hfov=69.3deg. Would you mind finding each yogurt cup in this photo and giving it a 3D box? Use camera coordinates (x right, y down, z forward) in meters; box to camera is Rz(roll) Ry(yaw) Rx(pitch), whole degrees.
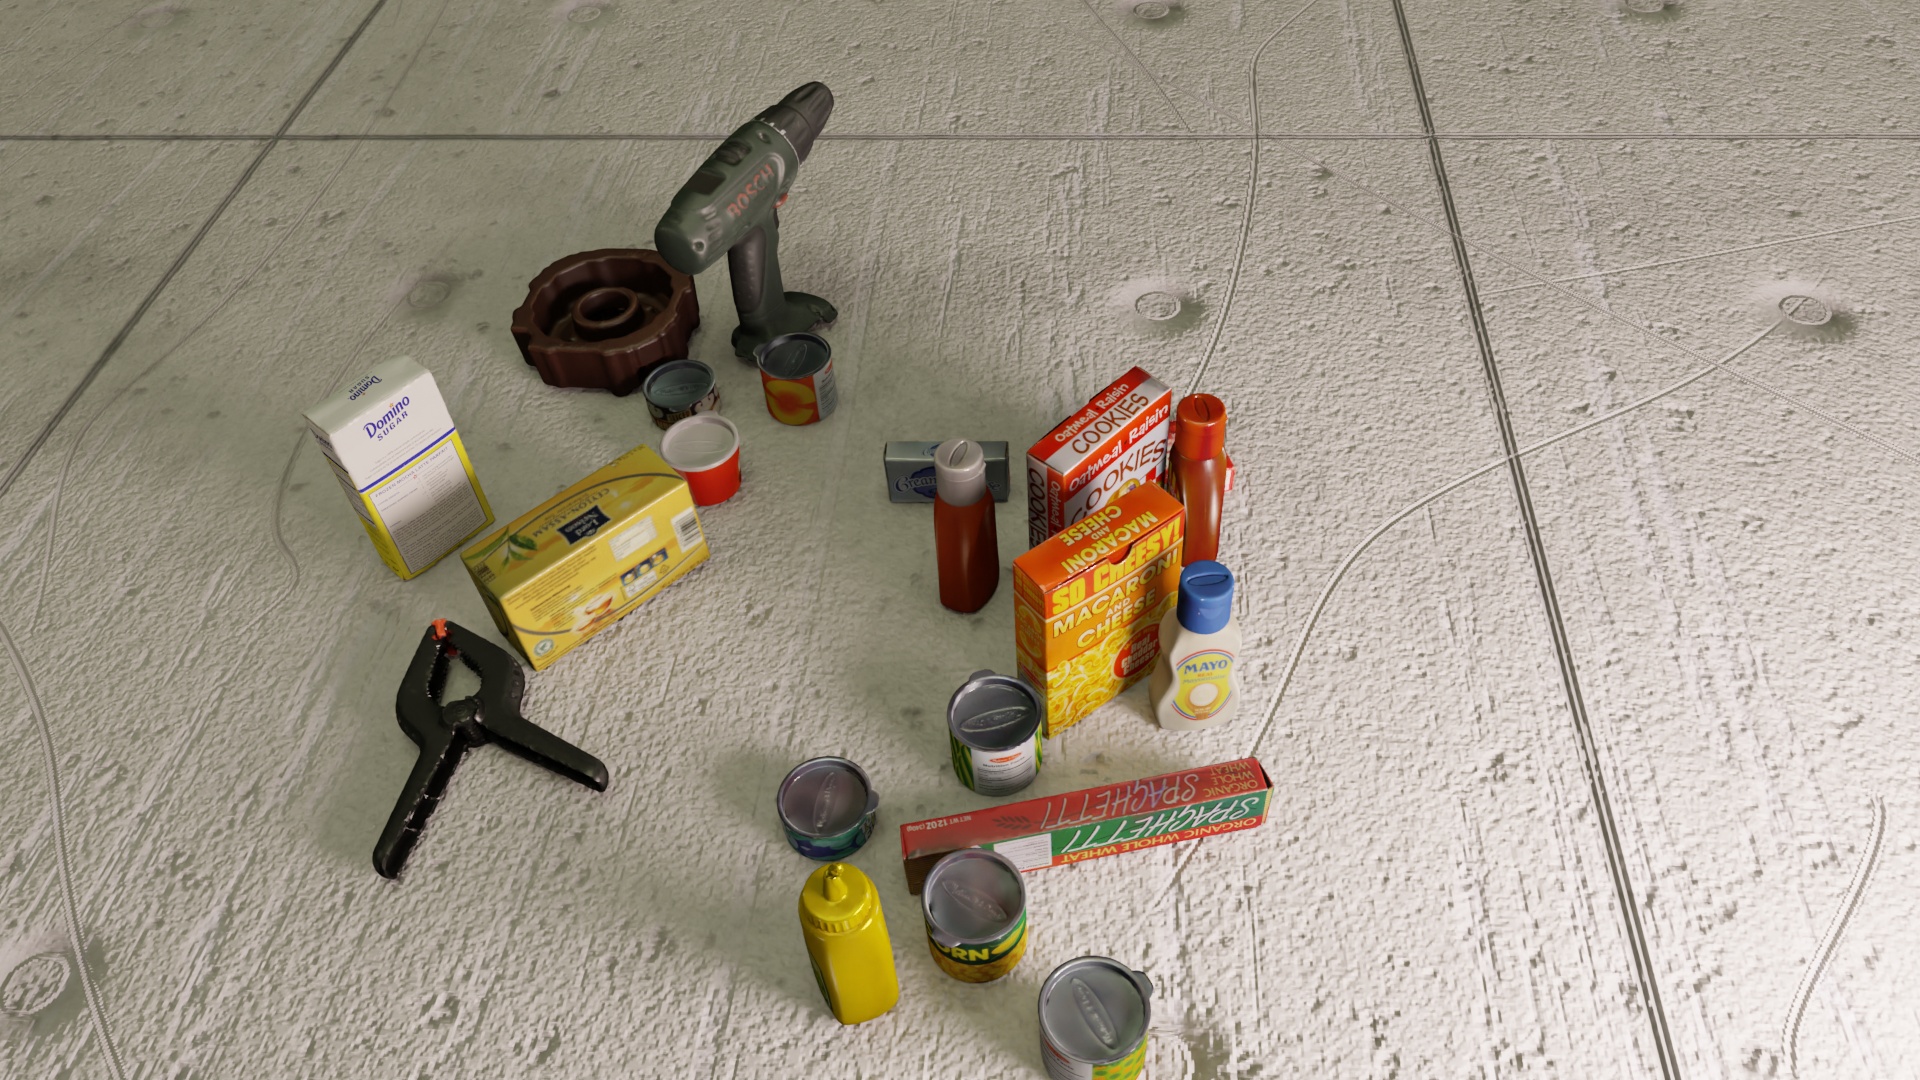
[{"bbox_3d":[-0.219,-0.067,1.190,0.072,0.053,0.073,-2,47,2],"label":"yogurt cup"}]

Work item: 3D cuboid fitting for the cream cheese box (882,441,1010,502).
[{"bbox_3d":[-0.011,-0.057,1.166,0.104,0.053,0.024,0,47,4],"label":"cream cheese box"}]

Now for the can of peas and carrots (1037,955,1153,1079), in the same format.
[{"bbox_3d":[0.082,0.291,0.834,0.071,0.058,0.071,-2,47,2],"label":"can of peas and carrots"}]

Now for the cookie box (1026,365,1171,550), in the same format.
[{"bbox_3d":[0.104,-0.033,1.058,0.040,0.166,0.123,33,58,30],"label":"cookie box"}]

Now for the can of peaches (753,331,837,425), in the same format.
[{"bbox_3d":[-0.149,-0.147,1.256,0.071,0.057,0.071,-2,47,2],"label":"can of peaches"}]

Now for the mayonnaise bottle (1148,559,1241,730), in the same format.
[{"bbox_3d":[0.166,0.075,0.967,0.065,0.147,0.041,-8,47,-3],"label":"mayonnaise bottle"}]

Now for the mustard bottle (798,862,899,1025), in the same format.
[{"bbox_3d":[-0.070,0.232,0.831,0.049,0.159,0.065,-19,49,-13],"label":"mustard bottle"}]

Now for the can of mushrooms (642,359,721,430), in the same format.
[{"bbox_3d":[-0.253,-0.130,1.265,0.071,0.033,0.071,-2,47,2],"label":"can of mushrooms"}]

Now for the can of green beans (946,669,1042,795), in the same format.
[{"bbox_3d":[0.025,0.138,0.981,0.071,0.057,0.071,-2,47,2],"label":"can of green beans"}]

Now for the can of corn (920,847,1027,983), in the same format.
[{"bbox_3d":[0.008,0.242,0.886,0.071,0.058,0.071,-2,47,2],"label":"can of corn"}]

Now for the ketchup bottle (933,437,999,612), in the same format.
[{"bbox_3d":[0.004,-0.013,1.060,0.043,0.148,0.065,14,50,17],"label":"ketchup bottle"}]

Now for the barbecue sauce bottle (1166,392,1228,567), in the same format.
[{"bbox_3d":[0.183,-0.048,1.079,0.044,0.147,0.065,-8,47,-3],"label":"barbecue sauce bottle"}]

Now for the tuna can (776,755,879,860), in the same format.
[{"bbox_3d":[-0.090,0.186,0.962,0.071,0.032,0.071,-2,47,2],"label":"tuna can"}]

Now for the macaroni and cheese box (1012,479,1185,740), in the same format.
[{"bbox_3d":[0.098,0.052,0.981,0.124,0.165,0.040,-30,52,-22],"label":"macaroni and cheese box"}]

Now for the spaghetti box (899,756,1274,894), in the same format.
[{"bbox_3d":[0.085,0.191,0.932,0.250,0.050,0.029,-10,47,-5],"label":"spaghetti box"}]
